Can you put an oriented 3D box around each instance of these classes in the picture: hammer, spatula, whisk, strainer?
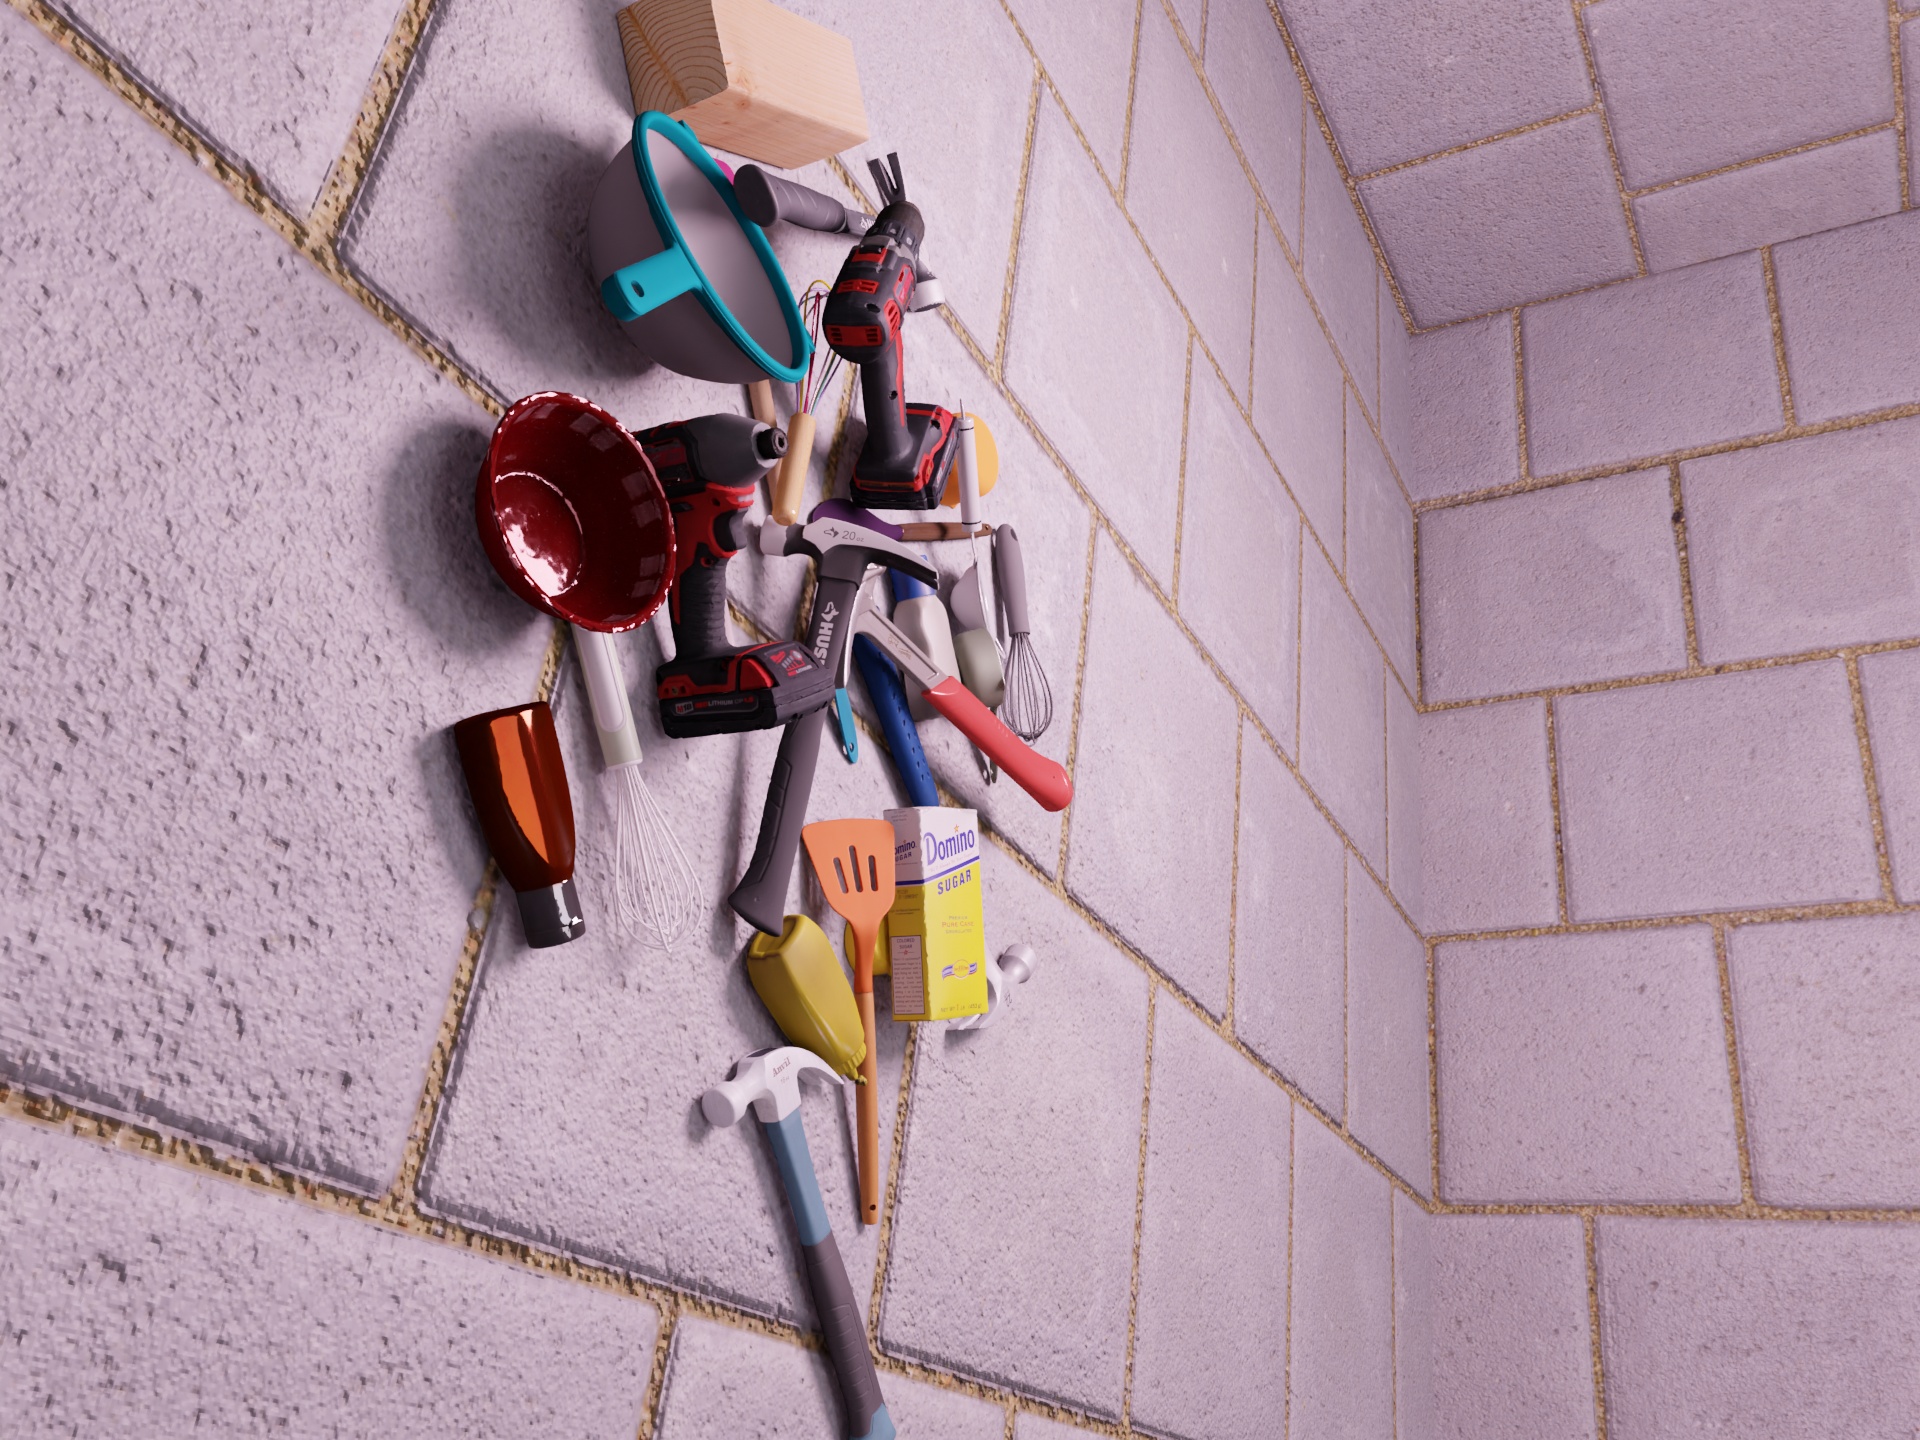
[{"bbox_3d":[-0.002,-0.005,1.414,0.358,0.037,0.149,43,48,-43],"label":"hammer"},{"bbox_3d":[-0.114,0.001,1.224,0.035,0.146,0.335,86,14,-70],"label":"hammer"},{"bbox_3d":[-0.102,-0.438,1.375,0.409,0.036,0.149,-35,110,-71],"label":"hammer"},{"bbox_3d":[-0.025,0.093,1.427,0.144,0.035,0.405,-48,123,-55],"label":"hammer"},{"bbox_3d":[-0.047,-0.178,1.486,0.316,0.018,0.060,-13,85,-61],"label":"spatula"},{"bbox_3d":[-0.225,0.037,1.073,0.059,0.058,0.246,169,-93,-84],"label":"whisk"},{"bbox_3d":[0.009,-0.179,1.521,0.087,0.050,0.258,-83,169,-68],"label":"strainer"},{"bbox_3d":[-0.129,-0.265,1.307,0.047,0.051,0.245,93,4,-62],"label":"whisk"},{"bbox_3d":[-0.210,-0.296,1.091,0.211,0.095,0.340,60,17,-17],"label":"strainer"},{"bbox_3d":[-0.080,0.241,1.280,0.081,0.041,0.322,-2,90,-26],"label":"spatula"},{"bbox_3d":[0.058,-0.090,1.628,0.055,0.055,0.239,17,62,-59],"label":"whisk"},{"bbox_3d":[-0.106,0.400,1.193,0.128,0.033,0.331,-31,109,-59],"label":"hammer"}]

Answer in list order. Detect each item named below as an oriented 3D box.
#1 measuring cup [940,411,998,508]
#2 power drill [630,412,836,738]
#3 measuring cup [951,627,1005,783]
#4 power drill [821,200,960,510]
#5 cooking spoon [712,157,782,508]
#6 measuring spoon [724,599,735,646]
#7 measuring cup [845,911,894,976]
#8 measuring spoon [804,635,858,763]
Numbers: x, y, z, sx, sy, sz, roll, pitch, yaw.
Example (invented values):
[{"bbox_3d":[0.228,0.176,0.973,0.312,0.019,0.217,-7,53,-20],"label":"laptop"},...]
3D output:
[{"bbox_3d":[-0.015,-0.243,1.527,0.174,0.052,0.095,-45,121,-59],"label":"measuring cup"},{"bbox_3d":[-0.166,-0.105,1.121,0.078,0.143,0.219,-26,107,-58],"label":"power drill"},{"bbox_3d":[0.015,-0.008,1.527,0.083,0.038,0.167,-123,-154,-57],"label":"measuring cup"},{"bbox_3d":[-0.056,-0.314,1.365,0.226,0.080,0.188,80,19,-46],"label":"power drill"},{"bbox_3d":[-0.169,-0.301,1.298,0.068,0.017,0.319,-14,94,-59],"label":"cooking spoon"},{"bbox_3d":[-0.188,-0.083,1.210,0.034,0.018,0.124,-51,134,-70],"label":"measuring spoon"},{"bbox_3d":[-0.045,0.211,1.359,0.156,0.029,0.062,47,43,-42],"label":"measuring cup"},{"bbox_3d":[-0.109,-0.021,1.336,0.042,0.021,0.128,-51,135,-55],"label":"measuring spoon"}]
